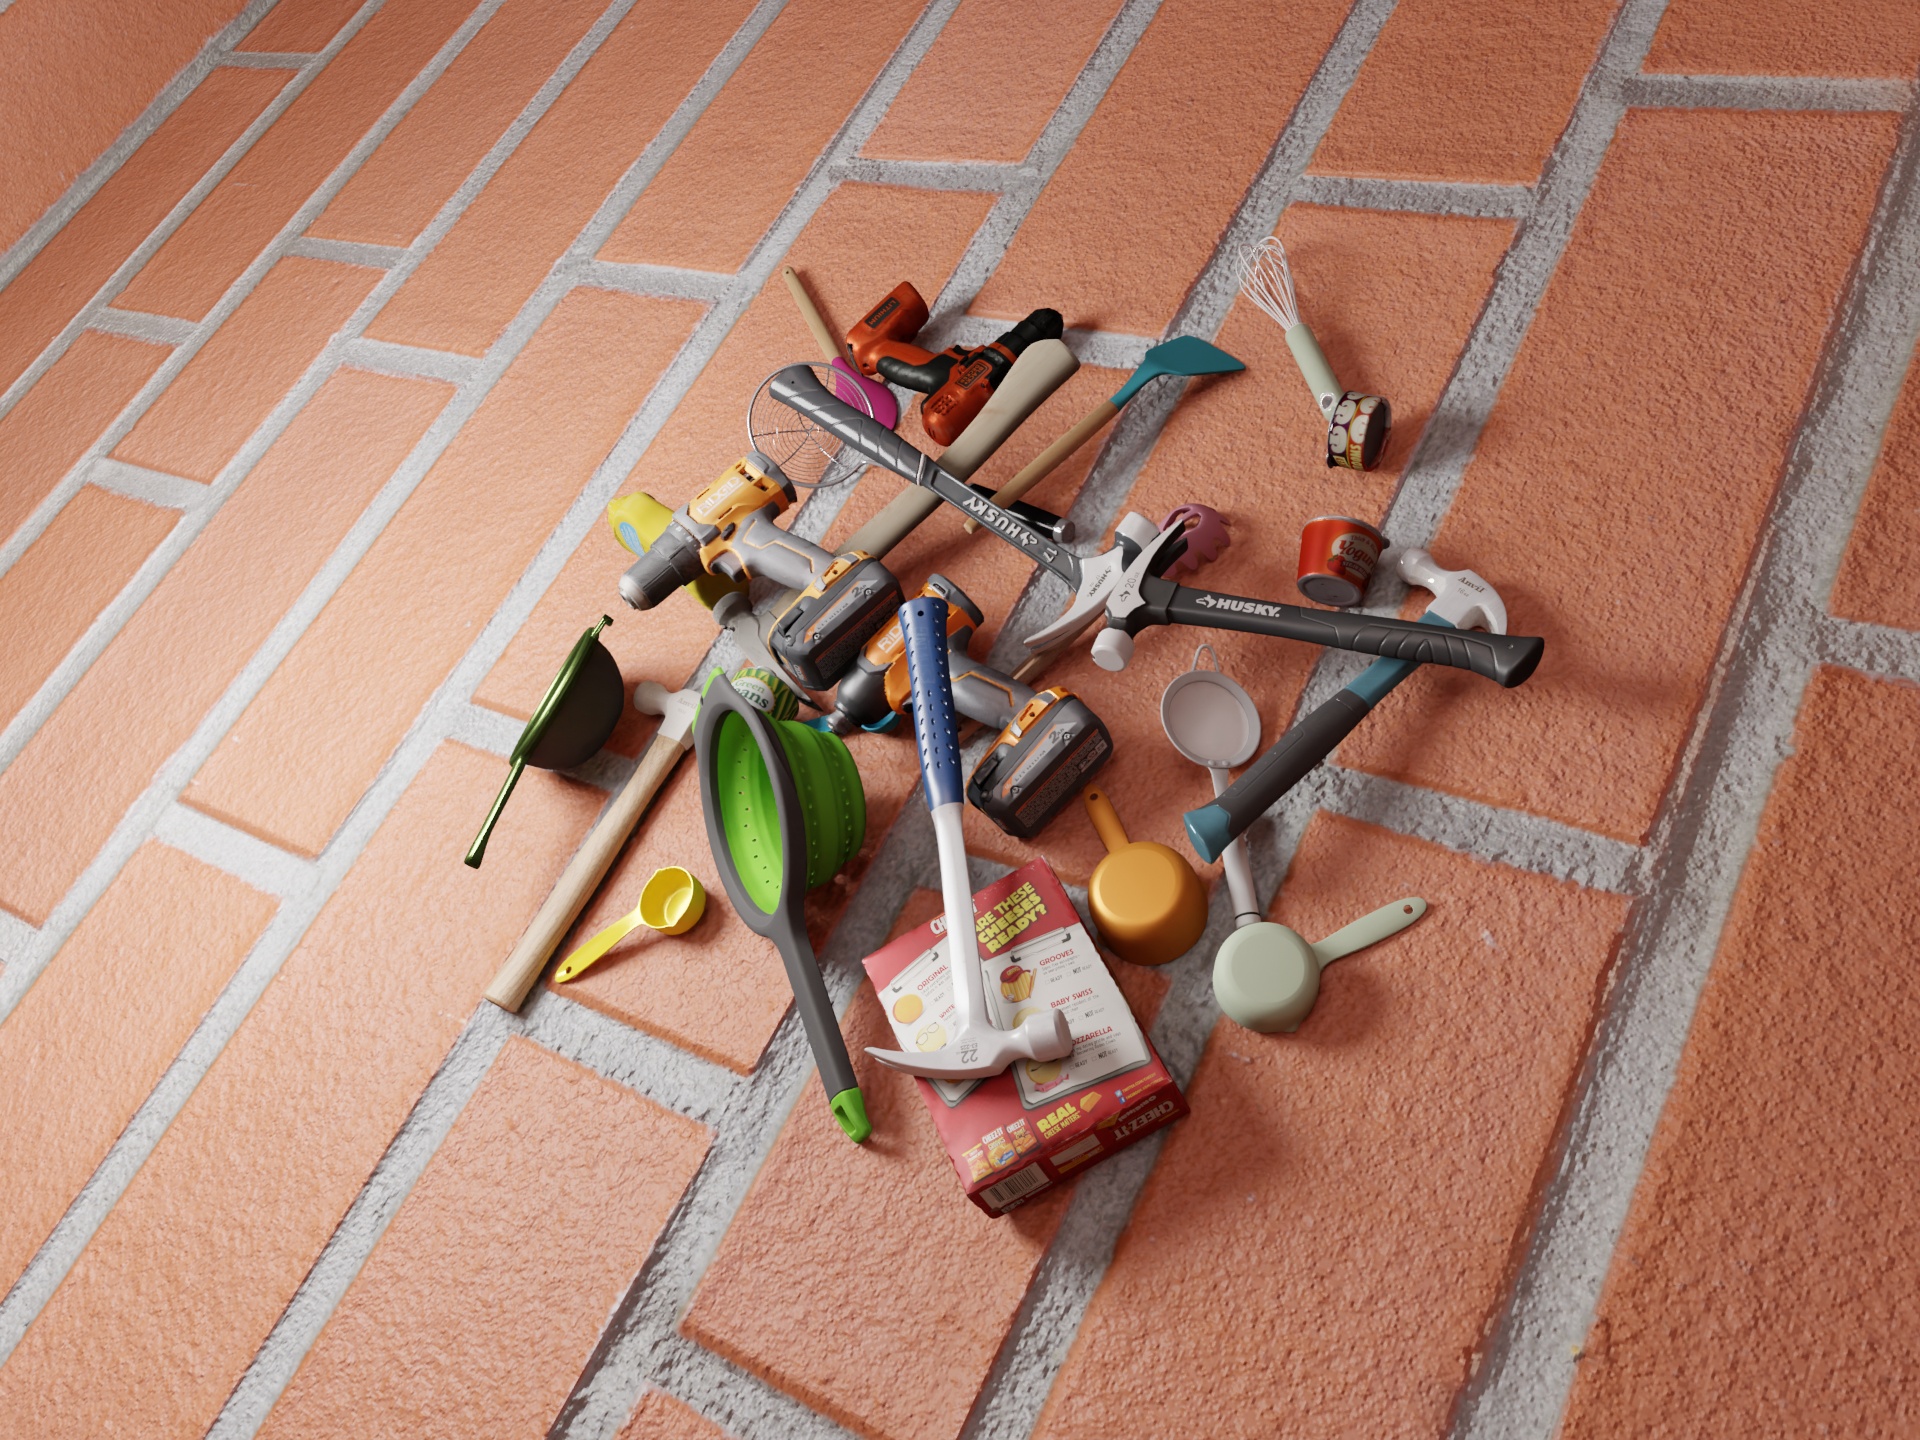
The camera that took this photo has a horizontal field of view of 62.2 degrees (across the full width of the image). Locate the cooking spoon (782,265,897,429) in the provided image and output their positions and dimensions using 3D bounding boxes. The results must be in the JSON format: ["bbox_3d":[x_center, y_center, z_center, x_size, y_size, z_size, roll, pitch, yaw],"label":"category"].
[{"bbox_3d":[-0.141,-0.401,1.717,0.069,0.017,0.319,-29,52,2],"label":"cooking spoon"}]

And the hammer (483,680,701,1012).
[{"bbox_3d":[-0.318,0.113,1.427,0.130,0.031,0.331,17,65,32],"label":"hammer"}]

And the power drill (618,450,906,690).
[{"bbox_3d":[-0.181,-0.122,1.412,0.185,0.084,0.226,-42,62,-13],"label":"power drill"}]

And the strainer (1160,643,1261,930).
[{"bbox_3d":[0.203,0.061,1.238,0.087,0.050,0.259,4,58,-16],"label":"strainer"}]

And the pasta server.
[{"bbox_3d":[0.110,-0.084,1.388,0.316,0.040,0.060,-43,52,-4],"label":"pasta server"}]

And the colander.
[{"bbox_3d":[-0.111,0.139,1.281,0.094,0.204,0.397,-10,64,-26],"label":"colander"}]

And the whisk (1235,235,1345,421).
[{"bbox_3d":[0.313,-0.367,1.488,0.057,0.059,0.247,-46,45,37],"label":"whisk"}]

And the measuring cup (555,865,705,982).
[{"bbox_3d":[-0.284,0.184,1.374,0.156,0.029,0.062,-36,50,12],"label":"measuring cup"}]

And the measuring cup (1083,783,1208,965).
[{"bbox_3d":[0.126,0.105,1.230,0.095,0.052,0.174,-27,53,3],"label":"measuring cup"}]

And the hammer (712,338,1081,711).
[{"bbox_3d":[-0.040,-0.191,1.466,0.410,0.038,0.146,-44,64,0],"label":"hammer"}]

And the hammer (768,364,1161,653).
[{"bbox_3d":[-0.023,-0.211,1.431,0.409,0.036,0.149,36,86,24],"label":"hammer"}]

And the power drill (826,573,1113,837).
[{"bbox_3d":[-0.002,-0.004,1.327,0.164,0.084,0.227,-46,58,-4],"label":"power drill"}]

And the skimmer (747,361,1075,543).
[{"bbox_3d":[-0.051,-0.247,1.525,0.364,0.090,0.127,26,84,33],"label":"skimmer"}]

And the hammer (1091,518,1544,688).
[{"bbox_3d":[0.280,-0.078,1.245,0.335,0.035,0.146,11,56,25],"label":"hammer"}]

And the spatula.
[{"bbox_3d":[0.127,-0.268,1.481,0.317,0.044,0.082,-41,53,-12],"label":"spatula"}]

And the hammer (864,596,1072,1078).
[{"bbox_3d":[-0.015,0.078,1.212,0.144,0.035,0.406,-16,56,13],"label":"hammer"}]

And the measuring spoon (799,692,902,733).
[{"bbox_3d":[-0.105,0.006,1.425,0.128,0.021,0.042,-14,47,25],"label":"measuring spoon"}]

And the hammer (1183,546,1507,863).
[{"bbox_3d":[0.295,-0.007,1.227,0.331,0.033,0.128,-39,52,-16],"label":"hammer"}]

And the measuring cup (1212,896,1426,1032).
[{"bbox_3d":[0.259,0.162,1.138,0.167,0.038,0.083,-26,64,-1],"label":"measuring cup"}]

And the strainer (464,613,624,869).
[{"bbox_3d":[-0.370,0.034,1.457,0.151,0.069,0.256,-36,29,54],"label":"strainer"}]
